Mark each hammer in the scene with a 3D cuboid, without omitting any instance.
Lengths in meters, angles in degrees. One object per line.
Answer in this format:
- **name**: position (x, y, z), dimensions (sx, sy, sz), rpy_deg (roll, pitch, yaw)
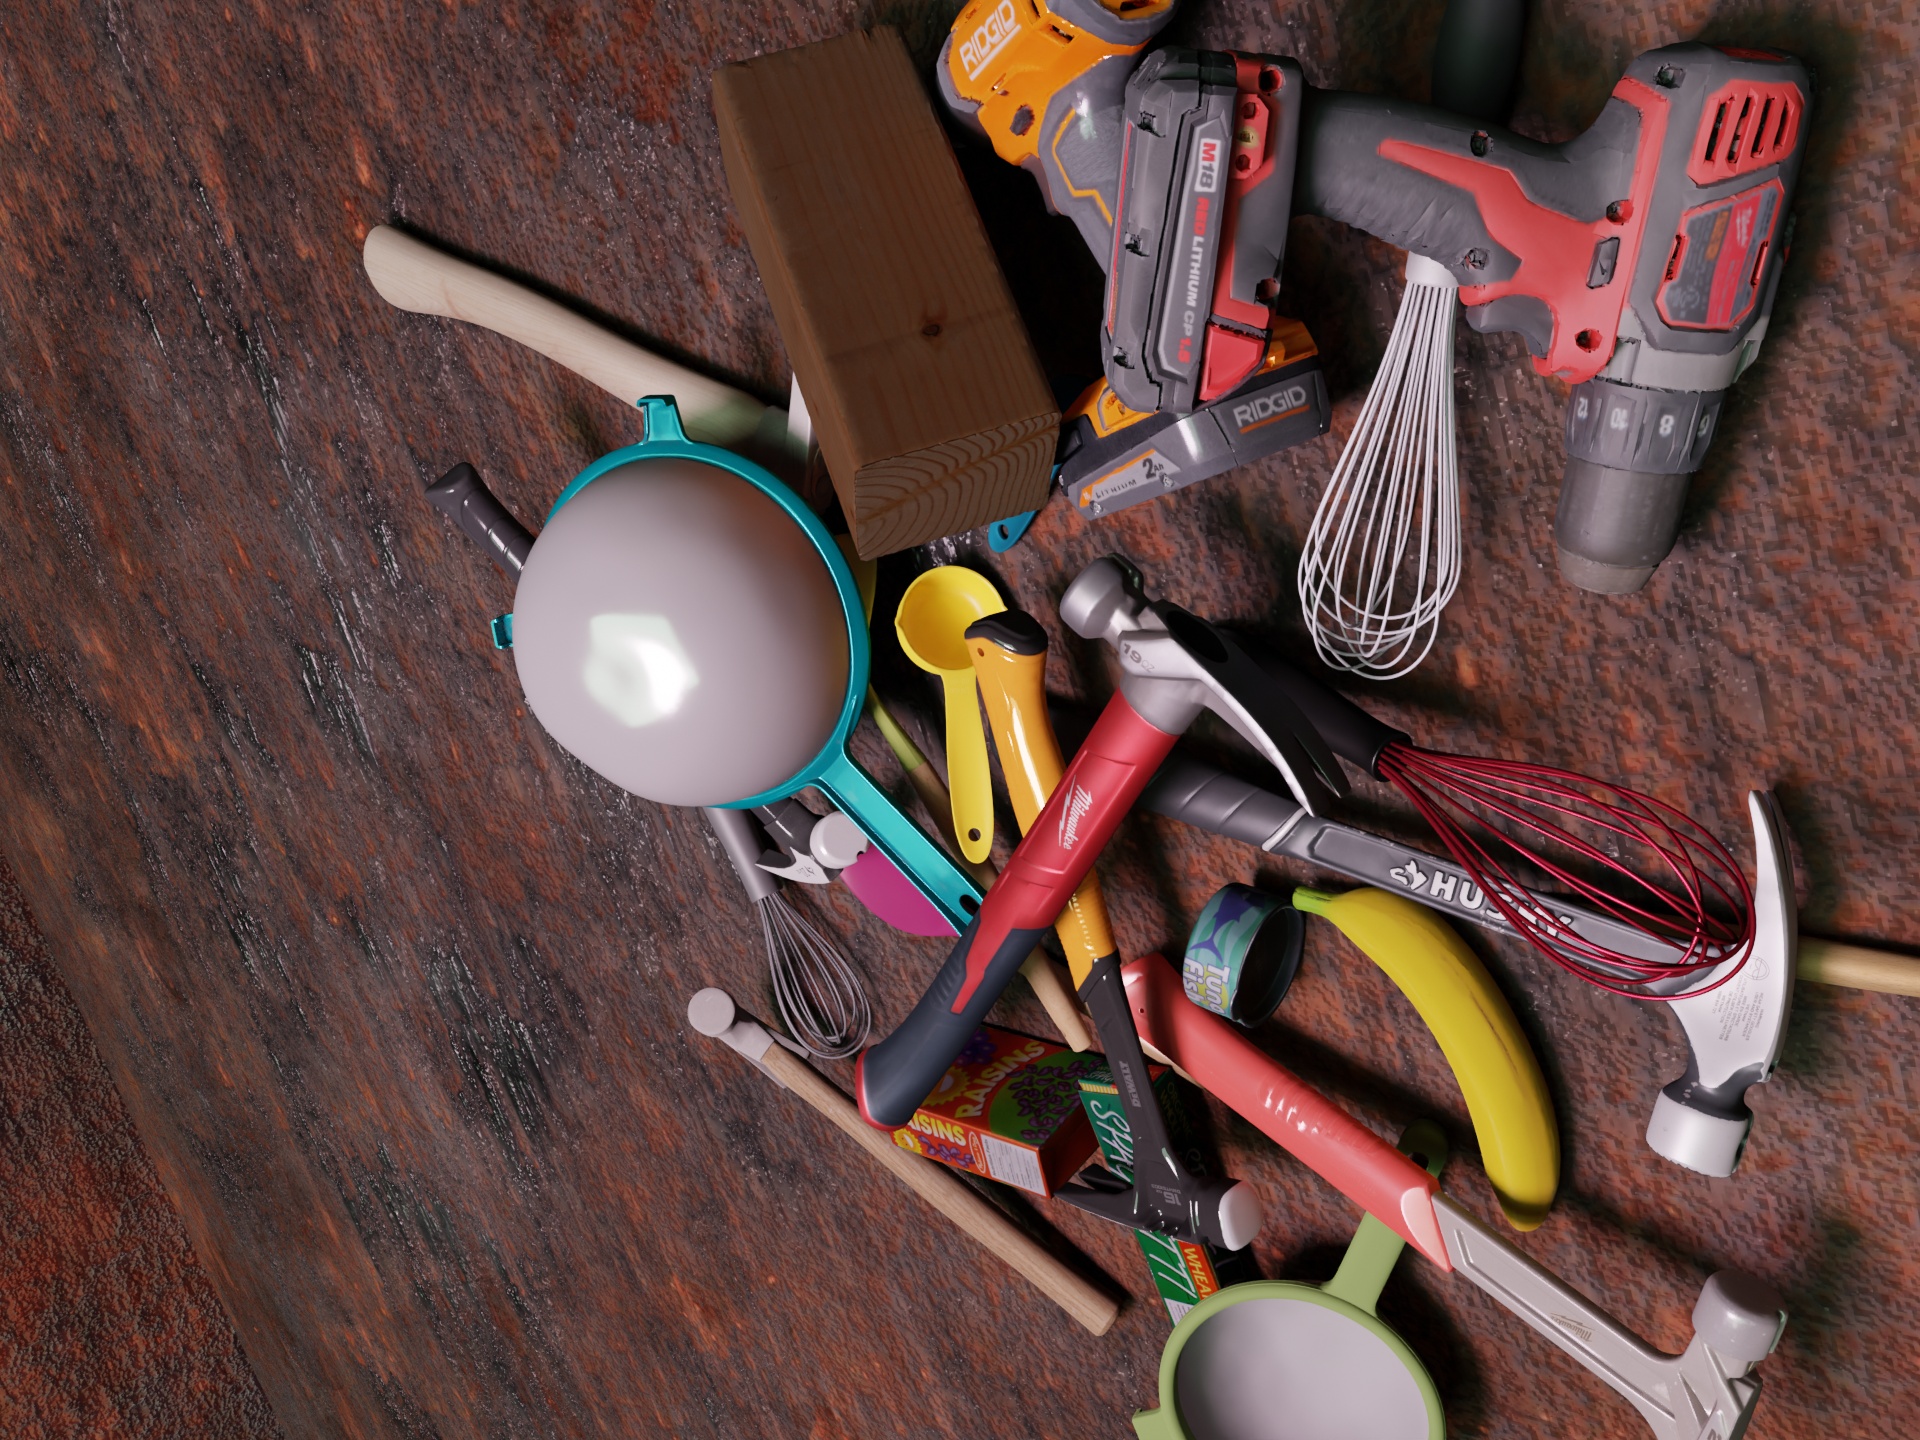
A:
- **hammer**: position (0.059, 0.107, 0.816), dimensions (0.127, 0.034, 0.337), rpy_deg (-5, 105, 51)
- **hammer**: position (-0.193, -0.027, 0.959), dimensions (0.334, 0.035, 0.146), rpy_deg (45, 160, -5)
- **hammer**: position (0.199, 0.228, 0.767), dimensions (0.359, 0.036, 0.149), rpy_deg (33, 122, 40)
- **hammer**: position (-0.229, -0.236, 0.963), dimensions (0.411, 0.038, 0.146), rpy_deg (30, 128, 28)
- **hammer**: position (-0.036, 0.287, 1.042), dimensions (0.331, 0.031, 0.130), rpy_deg (35, 168, 13)
- **hammer**: position (0.169, 0.051, 0.734), dimensions (0.409, 0.036, 0.149), rpy_deg (21, 100, 39)
- **hammer**: position (0.039, 0.104, 0.778), dimensions (0.143, 0.038, 0.386), rpy_deg (45, 133, 18)

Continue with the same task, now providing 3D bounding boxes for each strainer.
- **strainer**: position (0.204, 0.311, 0.852), dimensions (0.151, 0.069, 0.256), rpy_deg (23, 109, 14)
- **strainer**: position (-0.115, 0.009, 0.835), dimensions (0.340, 0.095, 0.211), rpy_deg (45, 120, 4)

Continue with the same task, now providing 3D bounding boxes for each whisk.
- **whisk**: position (0.182, -0.147, 0.625), dimensions (0.070, 0.070, 0.284), rpy_deg (23, 121, 32)
- **whisk**: position (-0.126, 0.113, 1.053), dimensions (0.055, 0.055, 0.239), rpy_deg (-29, 86, 47)
- **whisk**: position (0.193, 0.023, 0.658), dimensions (0.296, 0.073, 0.073), rpy_deg (38, 136, 48)

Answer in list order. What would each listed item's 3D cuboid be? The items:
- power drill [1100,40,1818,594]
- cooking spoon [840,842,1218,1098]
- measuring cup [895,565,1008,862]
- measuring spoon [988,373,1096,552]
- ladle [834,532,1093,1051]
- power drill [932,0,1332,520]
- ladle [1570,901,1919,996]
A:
- **power drill**: position (0.166, -0.140, 0.556), dimensions (0.226, 0.080, 0.187), rpy_deg (4, 115, 0)
- **cooking spoon**: position (0.038, 0.141, 0.934), dimensions (0.319, 0.017, 0.068), rpy_deg (29, 129, 29)
- **measuring cup**: position (-0.001, -0.003, 0.841), dimensions (0.029, 0.062, 0.156), rpy_deg (156, 109, -78)
- **measuring spoon**: position (0.045, -0.125, 0.791), dimensions (0.042, 0.021, 0.128), rpy_deg (56, 146, 14)
- **ladle**: position (-0.001, 0.042, 0.891), dimensions (0.320, 0.062, 0.078), rpy_deg (59, 165, -5)
- **power drill**: position (0.058, -0.207, 0.676), dimensions (0.164, 0.084, 0.226), rpy_deg (-8, 103, 66)
- **ladle**: position (0.349, 0.098, 0.622), dimensions (0.315, 0.031, 0.069), rpy_deg (7, 114, 42)
